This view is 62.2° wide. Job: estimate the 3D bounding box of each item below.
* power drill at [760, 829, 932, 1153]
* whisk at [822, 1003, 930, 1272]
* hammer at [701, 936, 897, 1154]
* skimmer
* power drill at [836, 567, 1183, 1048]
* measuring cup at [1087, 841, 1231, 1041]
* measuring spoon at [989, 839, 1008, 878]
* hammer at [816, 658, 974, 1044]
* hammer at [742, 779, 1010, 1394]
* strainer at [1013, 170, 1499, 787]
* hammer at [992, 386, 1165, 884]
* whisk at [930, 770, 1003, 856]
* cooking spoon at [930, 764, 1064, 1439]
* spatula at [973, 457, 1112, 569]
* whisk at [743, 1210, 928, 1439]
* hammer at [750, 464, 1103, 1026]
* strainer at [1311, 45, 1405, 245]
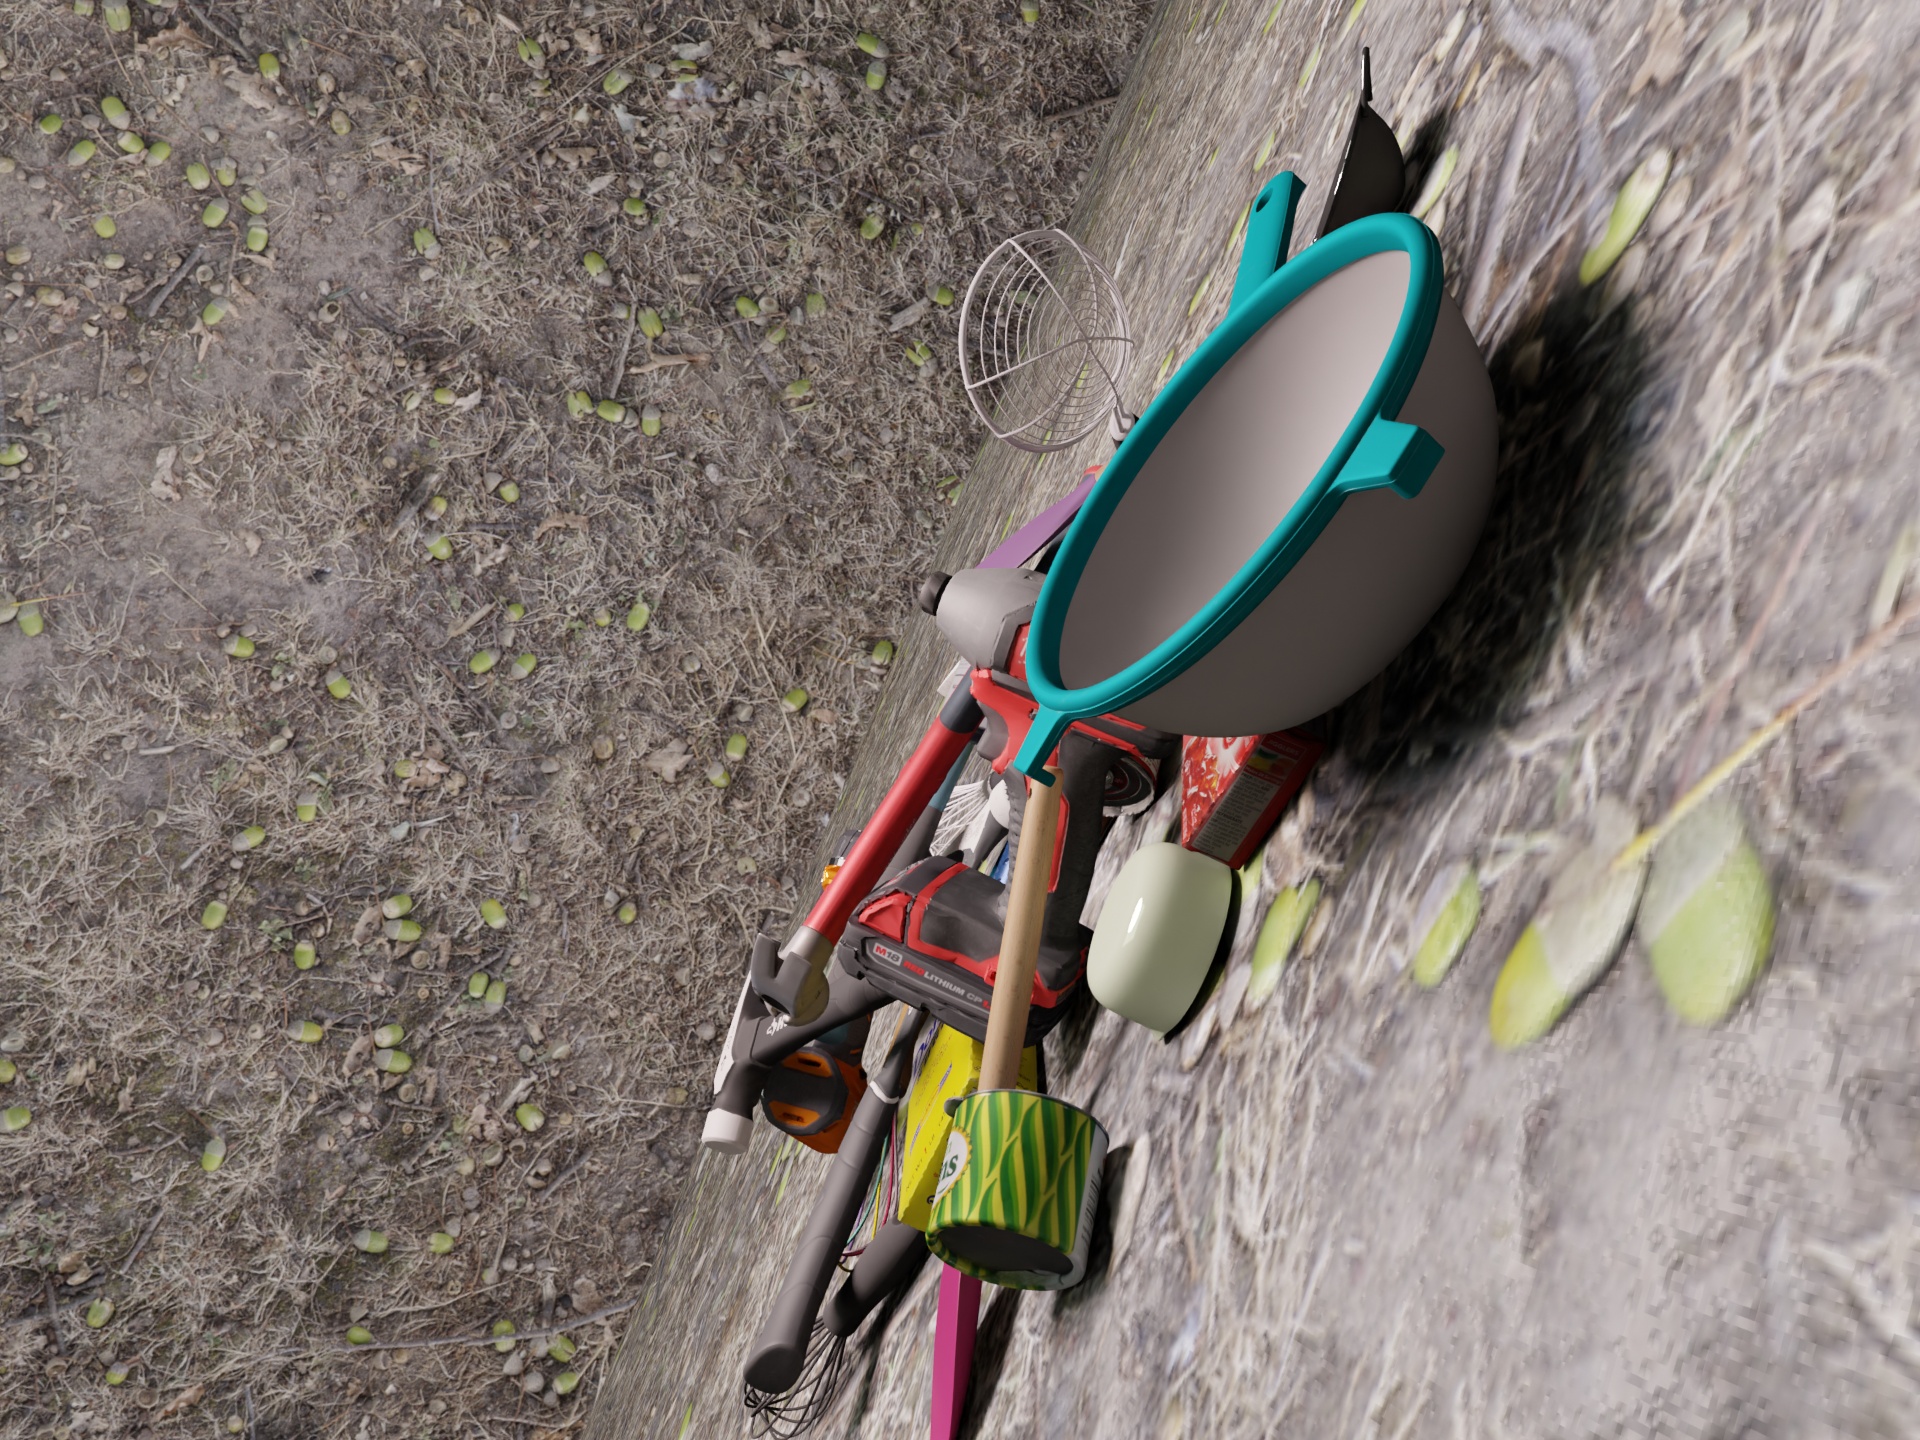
[{"bbox_3d":[-0.076,0.215,1.208,0.164,0.084,0.227,68,-144,-64],"label":"power drill"},{"bbox_3d":[-0.052,0.272,1.088,0.051,0.047,0.245,-48,13,35],"label":"whisk"},{"bbox_3d":[-0.072,0.170,0.988,0.334,0.035,0.146,-38,33,52],"label":"hammer"},{"bbox_3d":[0.075,-0.218,1.059,0.363,0.090,0.127,8,-83,-80],"label":"skimmer"},{"bbox_3d":[0.022,0.036,0.772,0.078,0.143,0.219,-31,-38,-63],"label":"power drill"},{"bbox_3d":[0.072,0.093,0.703,0.167,0.038,0.083,141,150,-78],"label":"measuring cup"},{"bbox_3d":[0.006,0.131,1.147,0.042,0.021,0.128,-84,18,-67],"label":"measuring spoon"},{"bbox_3d":[-0.028,0.074,1.128,0.331,0.033,0.128,-64,16,-13],"label":"hammer"},{"bbox_3d":[-0.045,0.219,1.006,0.149,0.036,0.409,-48,15,52],"label":"hammer"},{"bbox_3d":[0.137,-0.112,0.623,0.211,0.095,0.341,-42,20,41],"label":"strainer"},{"bbox_3d":[0.093,-0.050,1.007,0.144,0.035,0.405,150,142,-79],"label":"hammer"},{"bbox_3d":[0.018,0.058,1.181,0.284,0.070,0.070,-42,26,62],"label":"whisk"},{"bbox_3d":[0.015,0.178,0.716,0.069,0.017,0.319,-168,87,-83],"label":"cooking spoon"},{"bbox_3d":[0.098,-0.147,0.889,0.316,0.018,0.060,-36,19,32],"label":"spatula"},{"bbox_3d":[-0.073,0.358,0.946,0.239,0.055,0.055,-58,11,31],"label":"whisk"},{"bbox_3d":[-0.001,-0.003,0.918,0.386,0.038,0.143,-57,-8,-19],"label":"hammer"},{"bbox_3d":[0.187,-0.233,0.868,0.087,0.050,0.258,-66,-2,-47],"label":"strainer"}]
